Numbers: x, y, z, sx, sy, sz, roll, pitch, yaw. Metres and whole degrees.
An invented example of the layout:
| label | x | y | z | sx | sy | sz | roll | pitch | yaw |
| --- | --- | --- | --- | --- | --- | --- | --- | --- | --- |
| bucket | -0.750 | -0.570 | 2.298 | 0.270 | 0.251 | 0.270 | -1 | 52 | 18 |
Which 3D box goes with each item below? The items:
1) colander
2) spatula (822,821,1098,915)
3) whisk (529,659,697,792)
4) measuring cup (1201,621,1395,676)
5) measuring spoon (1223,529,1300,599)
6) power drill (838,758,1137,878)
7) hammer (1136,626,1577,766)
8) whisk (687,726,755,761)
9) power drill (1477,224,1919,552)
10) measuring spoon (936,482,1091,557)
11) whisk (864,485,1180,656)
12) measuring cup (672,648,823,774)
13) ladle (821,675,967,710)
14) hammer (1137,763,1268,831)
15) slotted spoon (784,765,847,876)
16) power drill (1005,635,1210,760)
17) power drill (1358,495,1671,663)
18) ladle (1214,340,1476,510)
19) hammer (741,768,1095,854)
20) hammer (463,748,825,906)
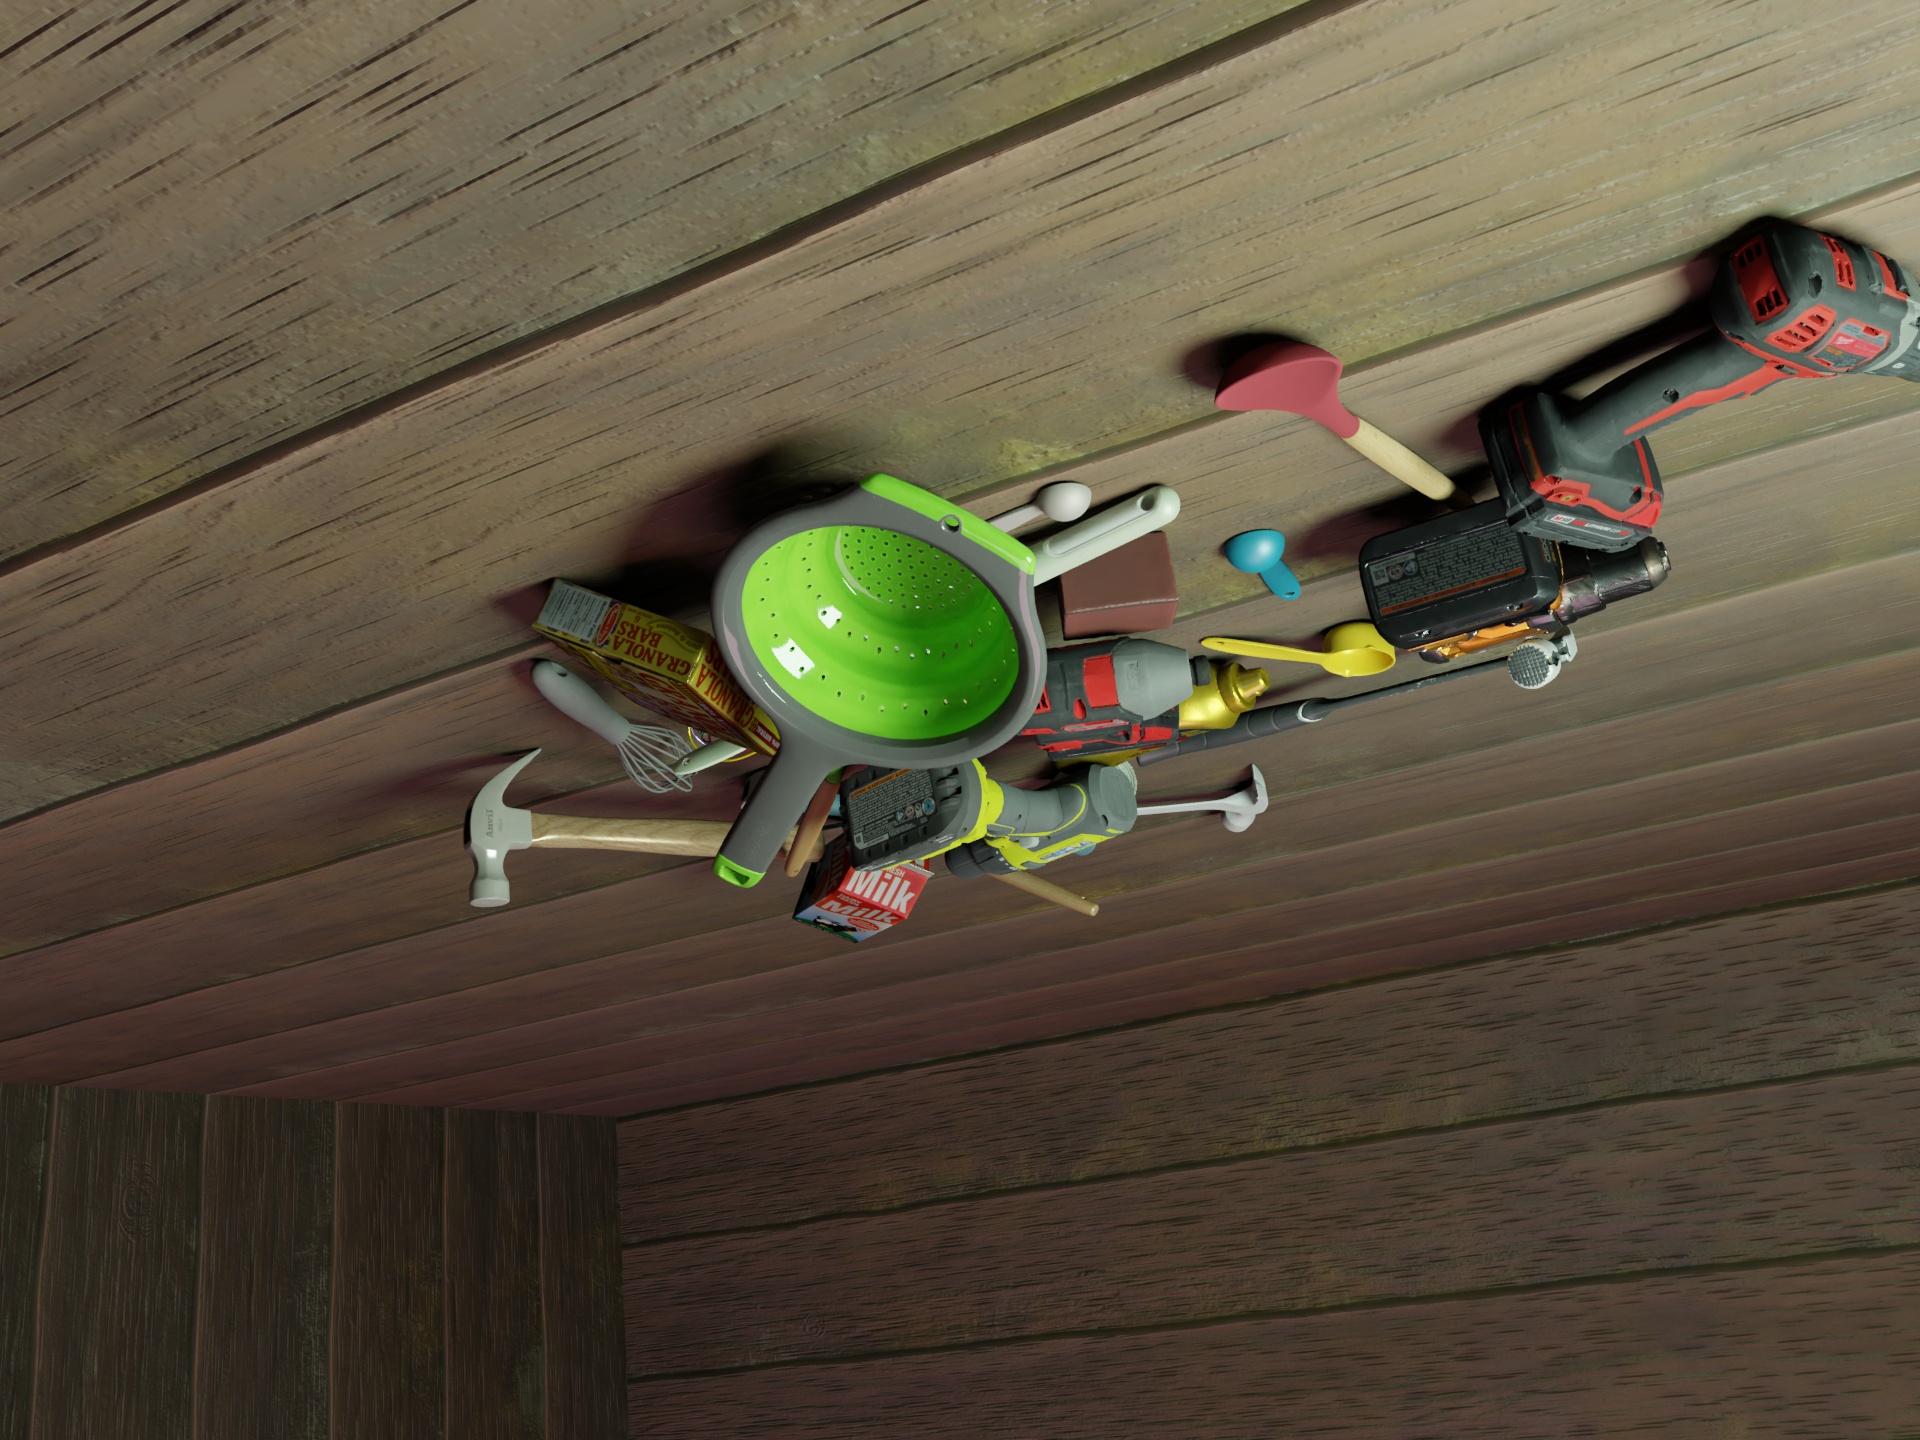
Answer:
| label | x | y | z | sx | sy | sz | roll | pitch | yaw |
| --- | --- | --- | --- | --- | --- | --- | --- | --- | --- |
| colander | -0.075 | -0.025 | 1.023 | 0.204 | 0.095 | 0.397 | 27 | 135 | -9 |
| spatula | -0.008 | 0.134 | 1.525 | 0.318 | 0.044 | 0.082 | 20 | -167 | 30 |
| whisk | -0.270 | 0.005 | 1.245 | 0.055 | 0.055 | 0.238 | -12 | 155 | 13 |
| measuring cup | 0.270 | -0.064 | 1.275 | 0.156 | 0.029 | 0.062 | 7 | 159 | -3 |
| measuring spoon | 0.223 | -0.102 | 1.137 | 0.042 | 0.021 | 0.128 | -15 | 158 | 22 |
| power drill | 0.010 | 0.085 | 1.315 | 0.190 | 0.080 | 0.228 | -25 | 157 | 36 |
| hammer | 0.321 | -0.016 | 1.358 | 0.409 | 0.036 | 0.149 | -16 | -176 | 37 |
| whisk | -0.098 | -0.013 | 1.252 | 0.245 | 0.047 | 0.051 | -13 | 159 | 8 |
| power drill | 0.437 | -0.184 | 0.908 | 0.187 | 0.080 | 0.226 | 5 | 154 | -32 |
| measuring spoon | 0.032 | -0.122 | 1.023 | 0.124 | 0.018 | 0.034 | -21 | 157 | 36 |
| whisk | 0.036 | -0.098 | 1.055 | 0.246 | 0.058 | 0.059 | -23 | 146 | 28 |
| measuring cup | -0.156 | -0.002 | 1.189 | 0.167 | 0.083 | 0.038 | -24 | 138 | 18 |
| ladle | -0.002 | -0.004 | 1.214 | 0.078 | 0.062 | 0.320 | -11 | 170 | 32 |
| hammer | 0.122 | 0.098 | 1.649 | 0.405 | 0.035 | 0.144 | -5 | 161 | -7 |
| slotted spoon | -0.108 | 0.058 | 1.310 | 0.070 | 0.031 | 0.313 | -6 | 152 | -22 |
| power drill | 0.109 | -0.020 | 1.167 | 0.143 | 0.078 | 0.219 | -9 | 175 | 6 |
| power drill | 0.387 | -0.097 | 1.105 | 0.185 | 0.084 | 0.226 | -17 | 169 | 27 |
| ladle | 0.246 | -0.168 | 0.955 | 0.069 | 0.031 | 0.315 | -18 | 160 | 36 |
| hammer | -0.038 | 0.089 | 1.479 | 0.331 | 0.033 | 0.128 | 8 | 159 | -4 |
| hammer | -0.265 | 0.097 | 1.379 | 0.331 | 0.130 | 0.031 | 6 | 157 | -36 |
